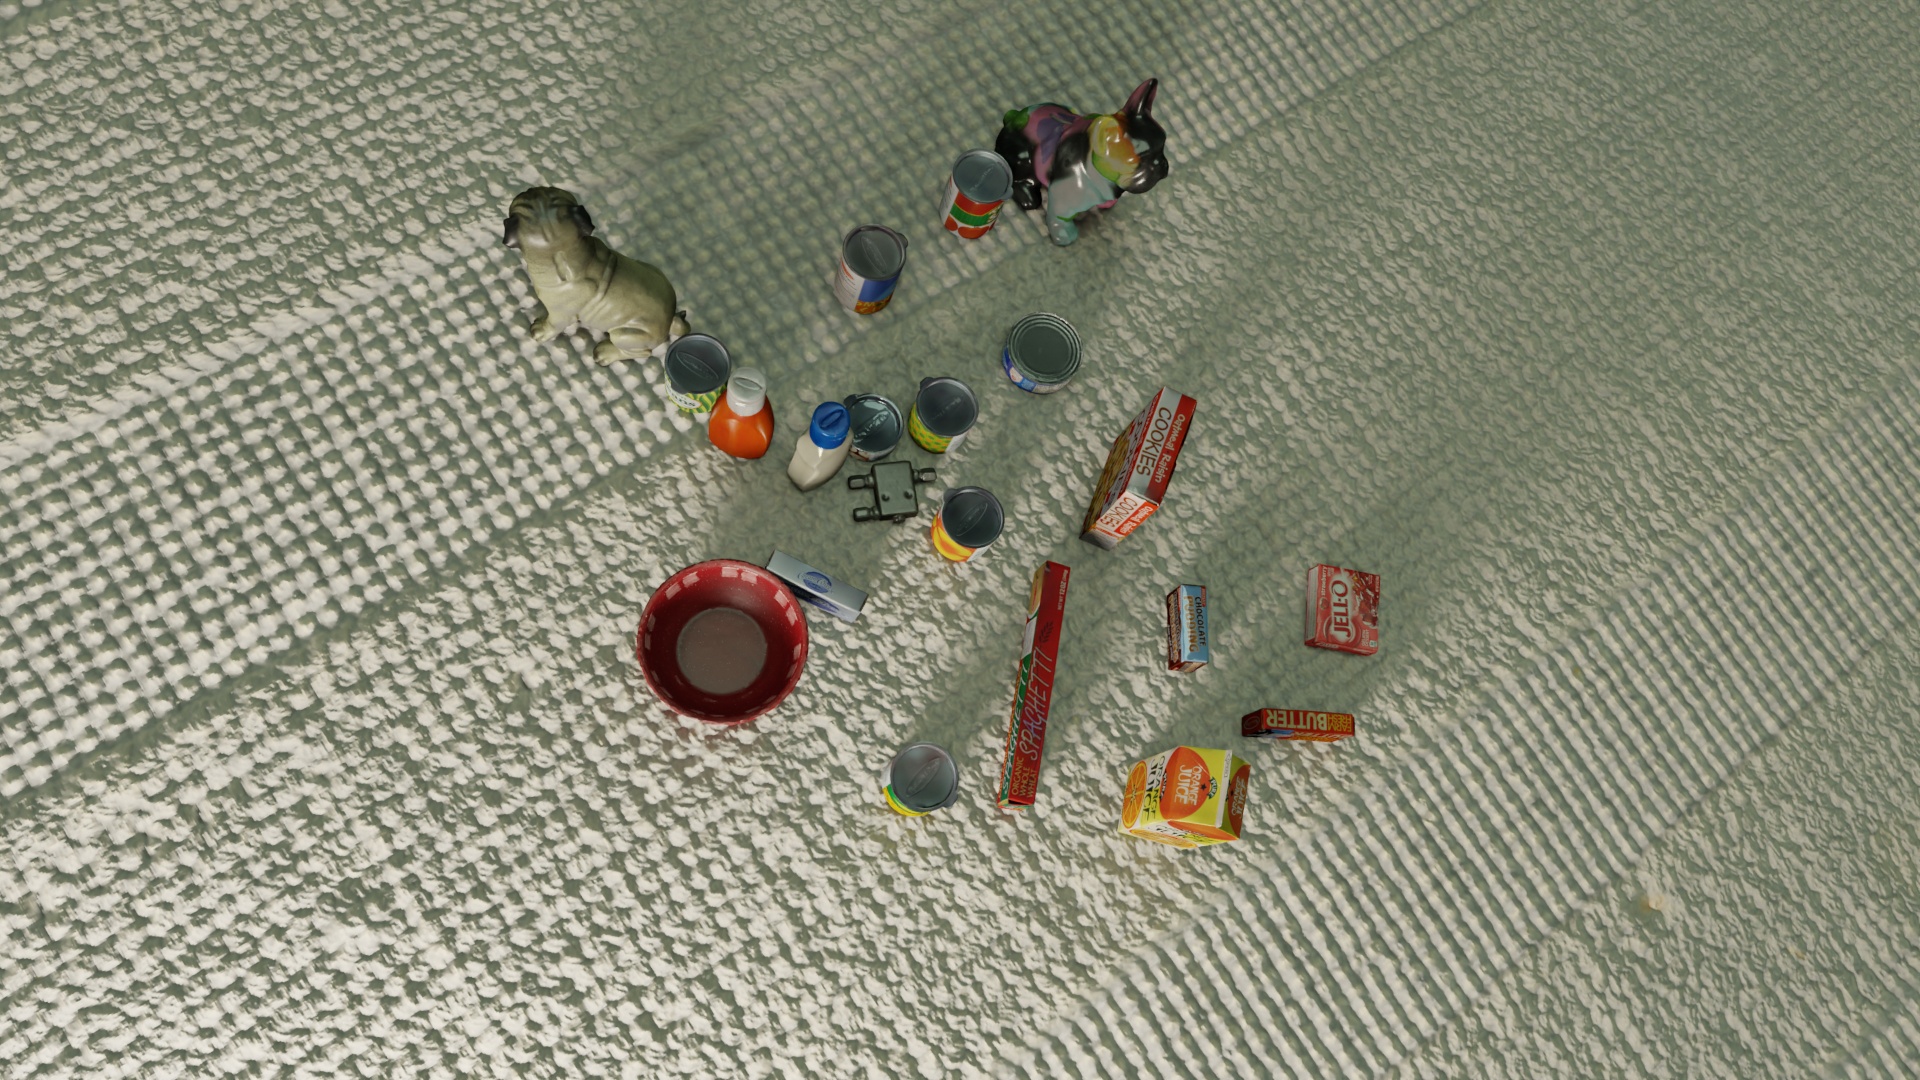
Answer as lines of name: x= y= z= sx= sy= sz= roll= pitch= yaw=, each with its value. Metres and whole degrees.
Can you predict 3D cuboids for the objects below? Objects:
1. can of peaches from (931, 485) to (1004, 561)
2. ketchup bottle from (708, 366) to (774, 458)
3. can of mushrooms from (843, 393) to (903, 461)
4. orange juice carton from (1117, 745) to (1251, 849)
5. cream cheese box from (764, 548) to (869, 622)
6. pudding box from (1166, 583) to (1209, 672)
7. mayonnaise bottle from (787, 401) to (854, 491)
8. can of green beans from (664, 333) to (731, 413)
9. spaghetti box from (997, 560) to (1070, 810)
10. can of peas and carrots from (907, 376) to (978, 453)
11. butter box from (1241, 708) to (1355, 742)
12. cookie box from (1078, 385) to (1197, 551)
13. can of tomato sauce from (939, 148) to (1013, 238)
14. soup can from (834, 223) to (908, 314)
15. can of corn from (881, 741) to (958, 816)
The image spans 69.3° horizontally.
can of peaches: x=0.005 y=-0.018 z=1.424 sx=0.071 sy=0.058 sz=0.071 roll=3 pitch=73 yaw=-11
ketchup bottle: x=-0.213 y=-0.125 z=1.361 sx=0.065 sy=0.148 sz=0.044 roll=19 pitch=71 yaw=-6
can of mushrooms: x=-0.096 y=-0.119 z=1.445 sx=0.071 sy=0.033 sz=0.071 roll=3 pitch=73 yaw=-11
orange juice carton: x=0.217 y=0.244 z=1.319 sx=0.073 sy=0.192 sz=0.072 roll=16 pitch=71 yaw=-7
cream cheese box: x=-0.144 y=0.046 z=1.375 sx=0.104 sy=0.053 sz=0.024 roll=26 pitch=71 yaw=-4
pudding box: x=0.236 y=0.091 z=1.445 sx=0.030 sy=0.049 sz=0.084 roll=5 pitch=73 yaw=-11
mayonnaise bottle: x=-0.135 y=-0.095 z=1.369 sx=0.065 sy=0.147 sz=0.041 roll=-40 pitch=85 yaw=-19
can of green beans: x=-0.267 y=-0.169 z=1.410 sx=0.071 sy=0.057 sz=0.071 roll=3 pitch=73 yaw=-11
spaghetti box: x=0.073 y=0.146 z=1.394 sx=0.029 sy=0.050 sz=0.251 roll=13 pitch=71 yaw=-8
can of peas and carrots: x=-0.021 y=-0.132 z=1.452 sx=0.071 sy=0.058 sz=0.071 roll=3 pitch=73 yaw=-11
butter box: x=0.349 y=0.191 z=1.438 sx=0.103 sy=0.053 sz=0.024 roll=5 pitch=73 yaw=-11
cookie box: x=0.180 y=-0.070 z=1.419 sx=0.040 sy=0.167 sz=0.123 roll=24 pitch=71 yaw=-5
can of tomato sauce: x=0.018 y=-0.377 z=1.521 sx=0.071 sy=0.083 sz=0.071 roll=3 pitch=73 yaw=-11
soup can: x=-0.094 y=-0.287 z=1.469 sx=0.071 sy=0.083 sz=0.071 roll=3 pitch=73 yaw=-11
can of corn: x=-0.038 y=0.233 z=1.339 sx=0.071 sy=0.058 sz=0.071 roll=3 pitch=73 yaw=-11
